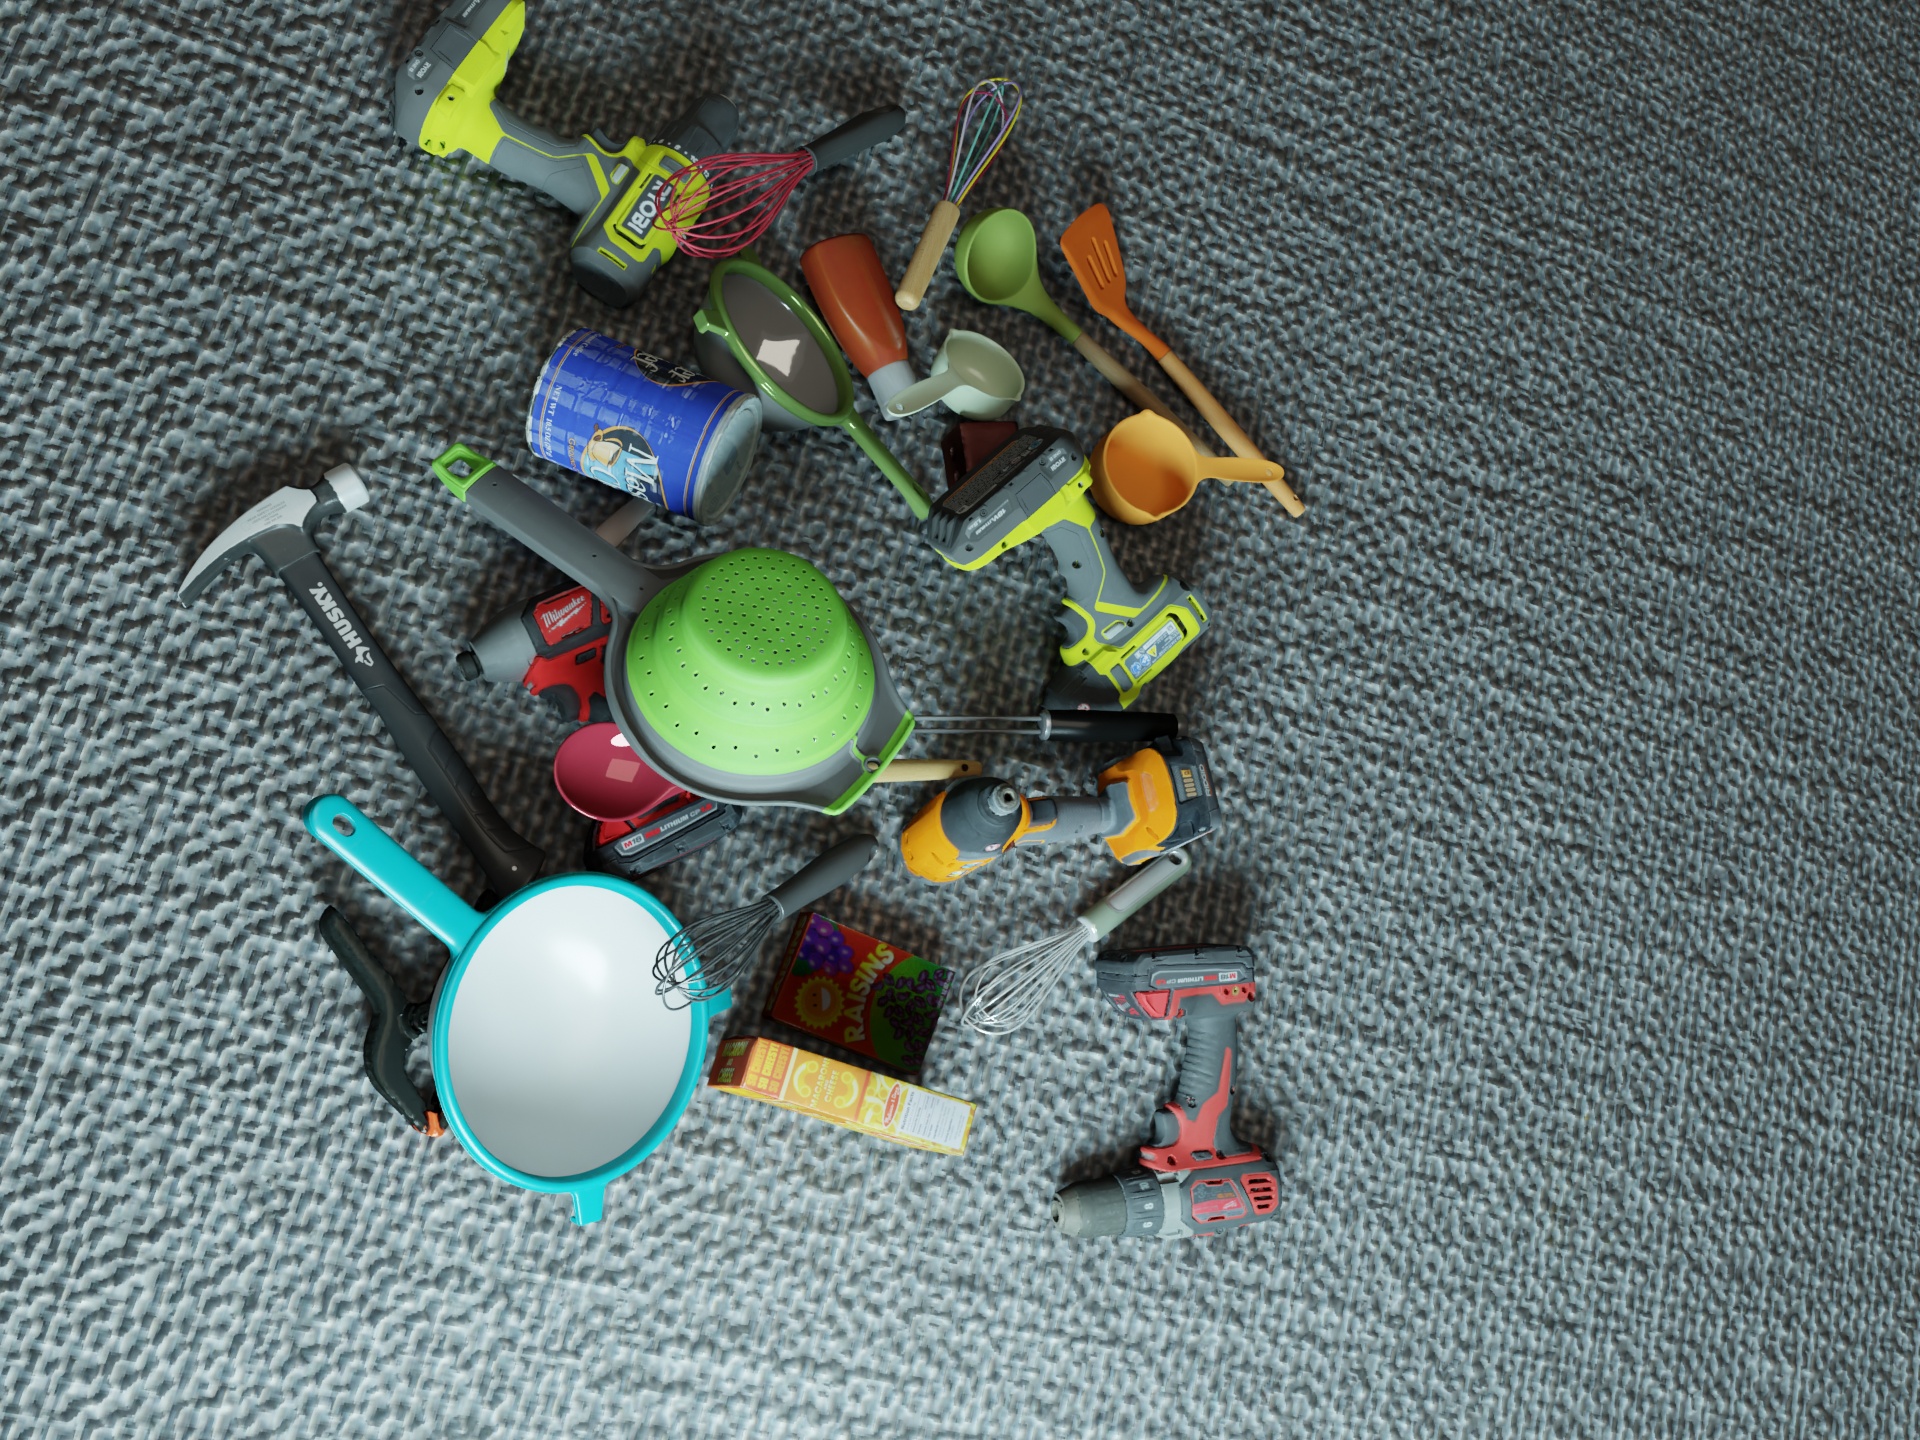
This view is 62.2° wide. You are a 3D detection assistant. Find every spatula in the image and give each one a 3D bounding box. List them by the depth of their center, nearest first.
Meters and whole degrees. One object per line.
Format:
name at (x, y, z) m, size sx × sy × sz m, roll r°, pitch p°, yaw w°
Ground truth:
spatula at (0.199, -0.304, 1.385) m, size 0.322 × 0.041 × 0.081 m, roll 47°, pitch 52°, yaw -8°

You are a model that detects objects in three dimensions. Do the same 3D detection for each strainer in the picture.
strainer at (-0.318, 0.166, 1.059) m, size 0.340 × 0.095 × 0.211 m, roll 50°, pitch 54°, yaw -29°
strainer at (-0.123, -0.243, 1.254) m, size 0.256 × 0.069 × 0.152 m, roll 47°, pitch 29°, yaw -24°

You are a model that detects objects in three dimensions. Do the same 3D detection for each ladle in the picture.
ladle at (-0.132, 0.036, 1.138) m, size 0.315 × 0.031 × 0.069 m, roll 0°, pitch 82°, yaw -21°
ladle at (0.122, -0.310, 1.353) m, size 0.320 × 0.062 × 0.078 m, roll 40°, pitch 86°, yaw -12°

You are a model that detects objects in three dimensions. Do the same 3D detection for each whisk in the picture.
whisk at (-0.135, 0.139, 1.153) m, size 0.239 × 0.055 × 0.055 m, roll -32°, pitch 93°, yaw -47°
whisk at (-0.134, -0.434, 1.253) m, size 0.073 × 0.073 × 0.296 m, roll 51°, pitch 50°, yaw -5°
whisk at (0.095, 0.170, 1.267) m, size 0.246 × 0.059 × 0.058 m, roll -33°, pitch 65°, yaw -25°
whisk at (-0.006, -0.443, 1.326) m, size 0.047 × 0.051 × 0.245 m, roll 25°, pitch 70°, yaw -10°

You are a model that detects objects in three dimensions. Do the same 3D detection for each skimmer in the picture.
skimmer at (-0.002, -0.004, 1.238) m, size 0.363 × 0.090 × 0.127 m, roll 1°, pitch 101°, yaw -20°

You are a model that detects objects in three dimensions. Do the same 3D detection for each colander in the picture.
colander at (-0.206, -0.097, 1.107) m, size 0.397 × 0.094 × 0.204 m, roll 35°, pitch 57°, yaw 6°

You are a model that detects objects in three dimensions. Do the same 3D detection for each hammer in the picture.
hammer at (-0.404, -0.011, 1.121) m, size 0.146 × 0.035 × 0.335 m, roll -35°, pitch 90°, yaw -21°

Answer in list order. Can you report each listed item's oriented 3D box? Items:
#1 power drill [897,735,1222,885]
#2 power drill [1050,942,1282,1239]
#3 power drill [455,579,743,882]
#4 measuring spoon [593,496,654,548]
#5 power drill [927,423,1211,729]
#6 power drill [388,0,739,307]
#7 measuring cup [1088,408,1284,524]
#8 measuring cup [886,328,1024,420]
power drill at (0.080, 0.069, 1.216) m, size 0.226 × 0.164 × 0.084 m, roll -7°, pitch 75°, yaw -22°
power drill at (0.156, 0.294, 1.252) m, size 0.187 × 0.080 × 0.227 m, roll -2°, pitch 84°, yaw -19°
power drill at (-0.262, 0.006, 1.156) m, size 0.143 × 0.078 × 0.220 m, roll -25°, pitch 86°, yaw -22°
measuring spoon at (-0.252, -0.158, 1.215) m, size 0.034 × 0.018 × 0.124 m, roll 44°, pitch 71°, yaw -8°
power drill at (0.080, -0.105, 1.262) m, size 0.171 × 0.080 × 0.223 m, roll -42°, pitch 116°, yaw -7°
power drill at (-0.297, -0.455, 1.222) m, size 0.228 × 0.080 × 0.191 m, roll 33°, pitch 72°, yaw -14°
measuring cup at (0.190, -0.210, 1.362) m, size 0.173 × 0.052 × 0.095 m, roll 0°, pitch 81°, yaw -21°
measuring cup at (-0.014, -0.261, 1.274) m, size 0.083 × 0.038 × 0.167 m, roll 47°, pitch 44°, yaw 6°
